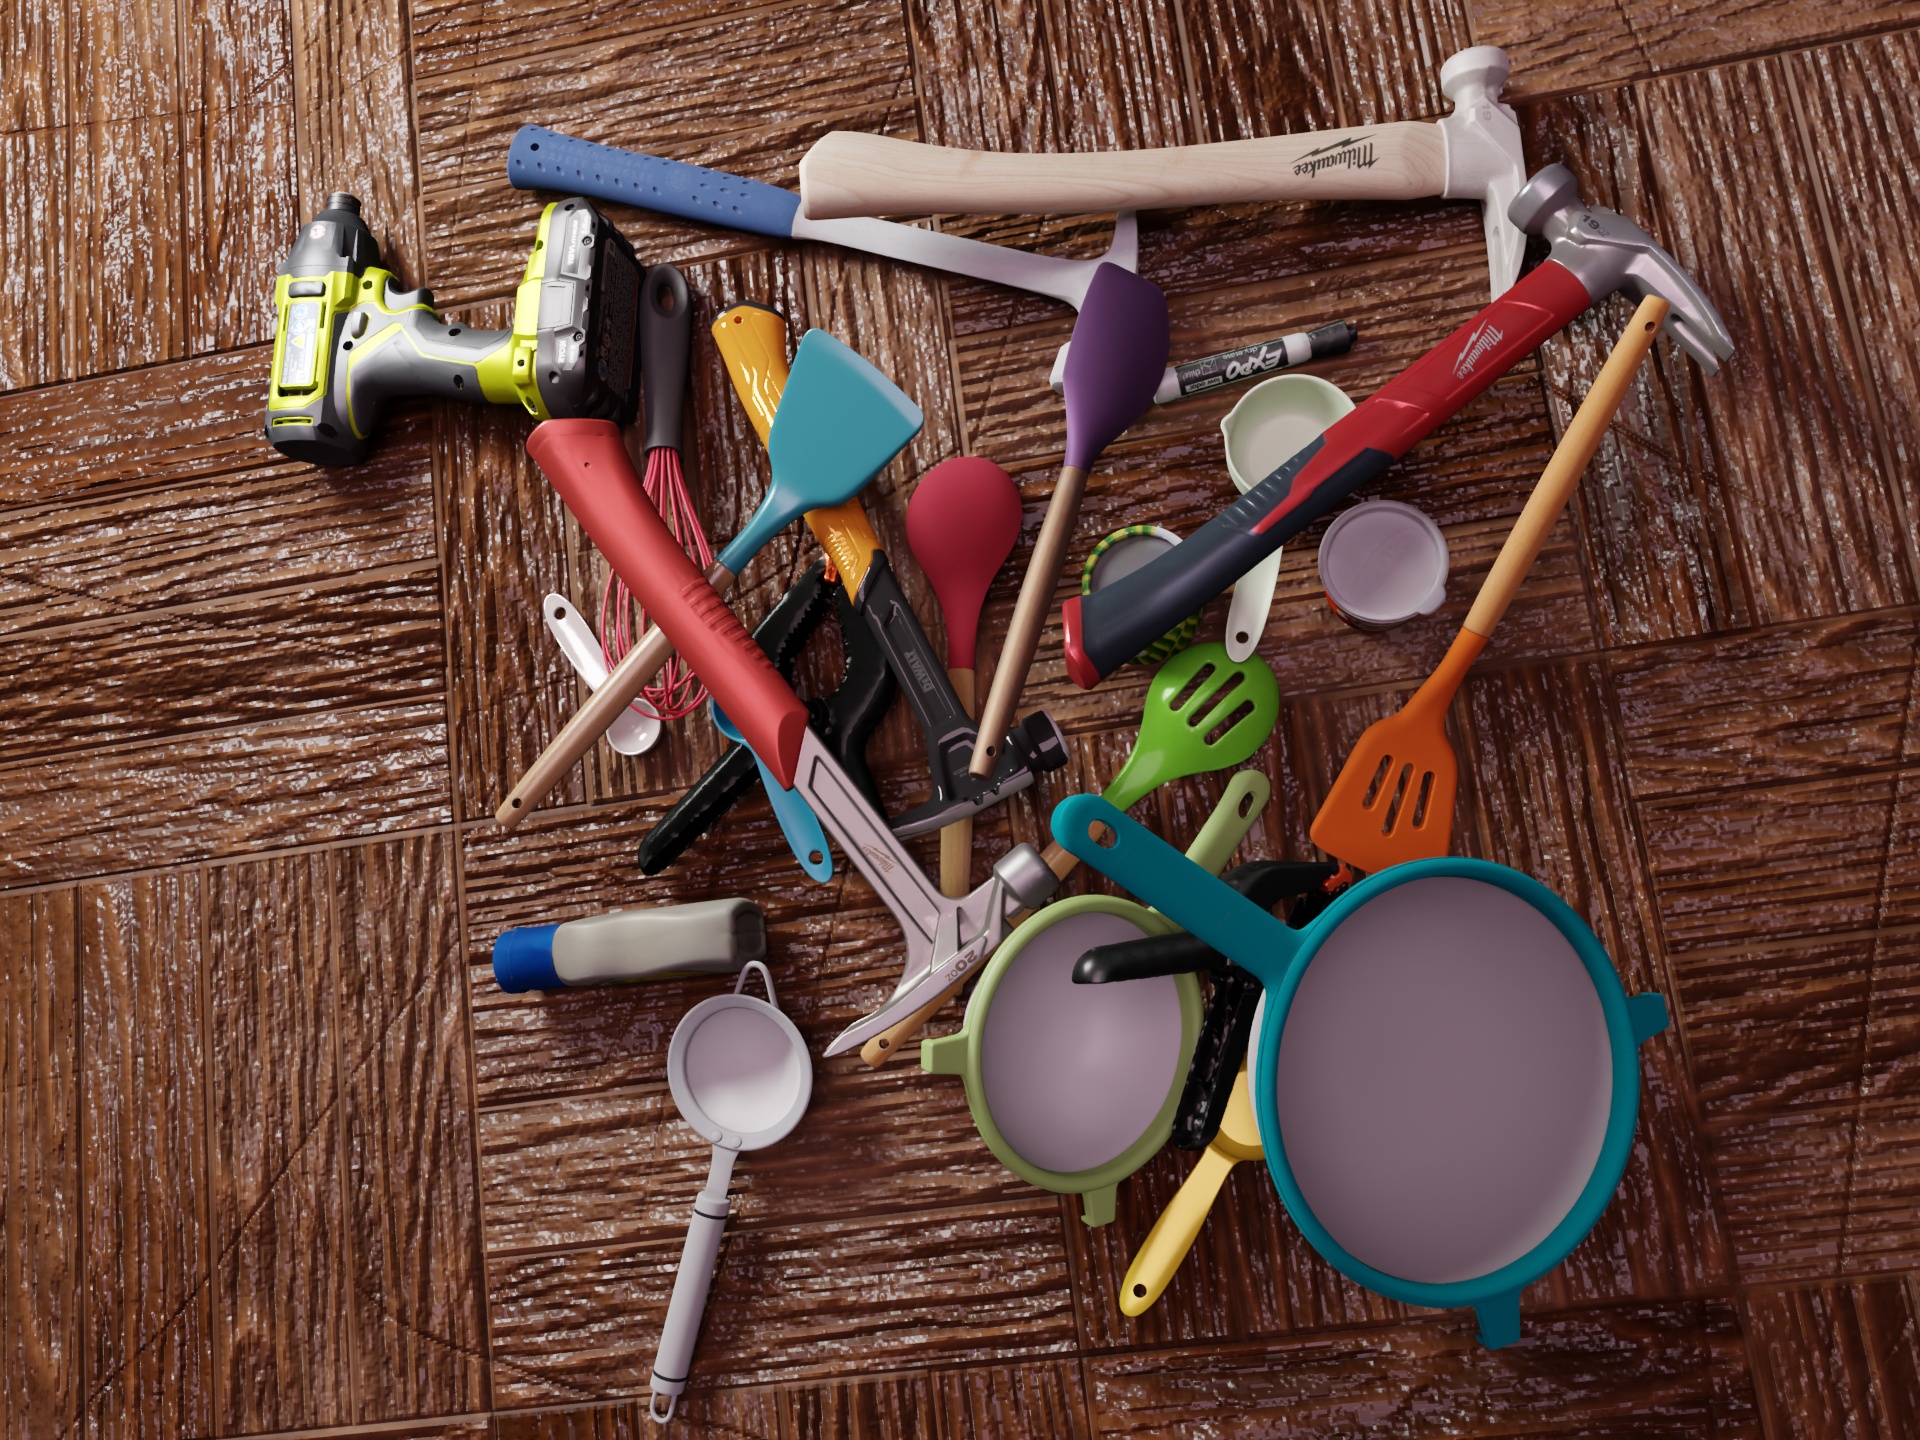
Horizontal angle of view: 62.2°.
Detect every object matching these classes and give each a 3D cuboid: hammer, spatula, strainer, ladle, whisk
[{"bbox_3d":[-0.068,-0.094,0.900,0.127,0.034,0.337,-26,74,-3],"label":"hammer"},{"bbox_3d":[-0.114,-0.007,0.827,0.149,0.036,0.359,-38,85,-2],"label":"hammer"},{"bbox_3d":[-0.148,-0.066,0.863,0.082,0.044,0.317,40,87,4],"label":"spatula"},{"bbox_3d":[0.115,-0.301,0.907,0.410,0.038,0.146,-3,81,-1],"label":"hammer"},{"bbox_3d":[0.058,-0.113,0.875,0.059,0.018,0.316,23,72,-14],"label":"spatula"},{"bbox_3d":[0.080,0.125,0.851,0.151,0.069,0.256,47,66,-23],"label":"strainer"},{"bbox_3d":[0.171,0.138,0.780,0.340,0.095,0.211,35,77,-11],"label":"strainer"},{"bbox_3d":[0.218,-0.132,0.835,0.386,0.038,0.143,-38,75,-6],"label":"hammer"},{"bbox_3d":[0.283,-0.065,0.825,0.081,0.041,0.322,21,108,-8],"label":"spatula"},{"bbox_3d":[-0.135,0.257,0.874,0.087,0.050,0.258,13,88,17],"label":"strainer"},{"bbox_3d":[-0.001,-0.003,0.909,0.069,0.031,0.315,0,81,11],"label":"ladle"},{"bbox_3d":[-0.086,-0.310,0.973,0.405,0.035,0.144,16,83,12],"label":"hammer"},{"bbox_3d":[-0.176,-0.141,0.947,0.073,0.073,0.296,-5,73,8],"label":"whisk"}]

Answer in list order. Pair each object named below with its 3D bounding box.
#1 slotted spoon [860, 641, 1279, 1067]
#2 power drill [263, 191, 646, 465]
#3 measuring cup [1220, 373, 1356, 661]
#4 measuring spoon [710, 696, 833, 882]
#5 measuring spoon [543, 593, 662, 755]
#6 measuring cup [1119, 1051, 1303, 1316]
[{"bbox_3d":[0.059,0.074,0.874,0.070,0.031,0.314,44,86,9],"label":"slotted spoon"},{"bbox_3d":[-0.314,-0.249,0.979,0.223,0.080,0.171,0,80,12],"label":"power drill"},{"bbox_3d":[0.176,-0.110,0.895,0.083,0.038,0.167,15,84,11],"label":"measuring cup"},{"bbox_3d":[-0.099,0.031,0.886,0.042,0.021,0.128,-25,86,10],"label":"measuring spoon"},{"bbox_3d":[-0.215,-0.028,0.955,0.034,0.018,0.124,-38,70,2],"label":"measuring spoon"},{"bbox_3d":[0.128,0.246,0.838,0.062,0.029,0.156,31,83,13],"label":"measuring cup"}]
